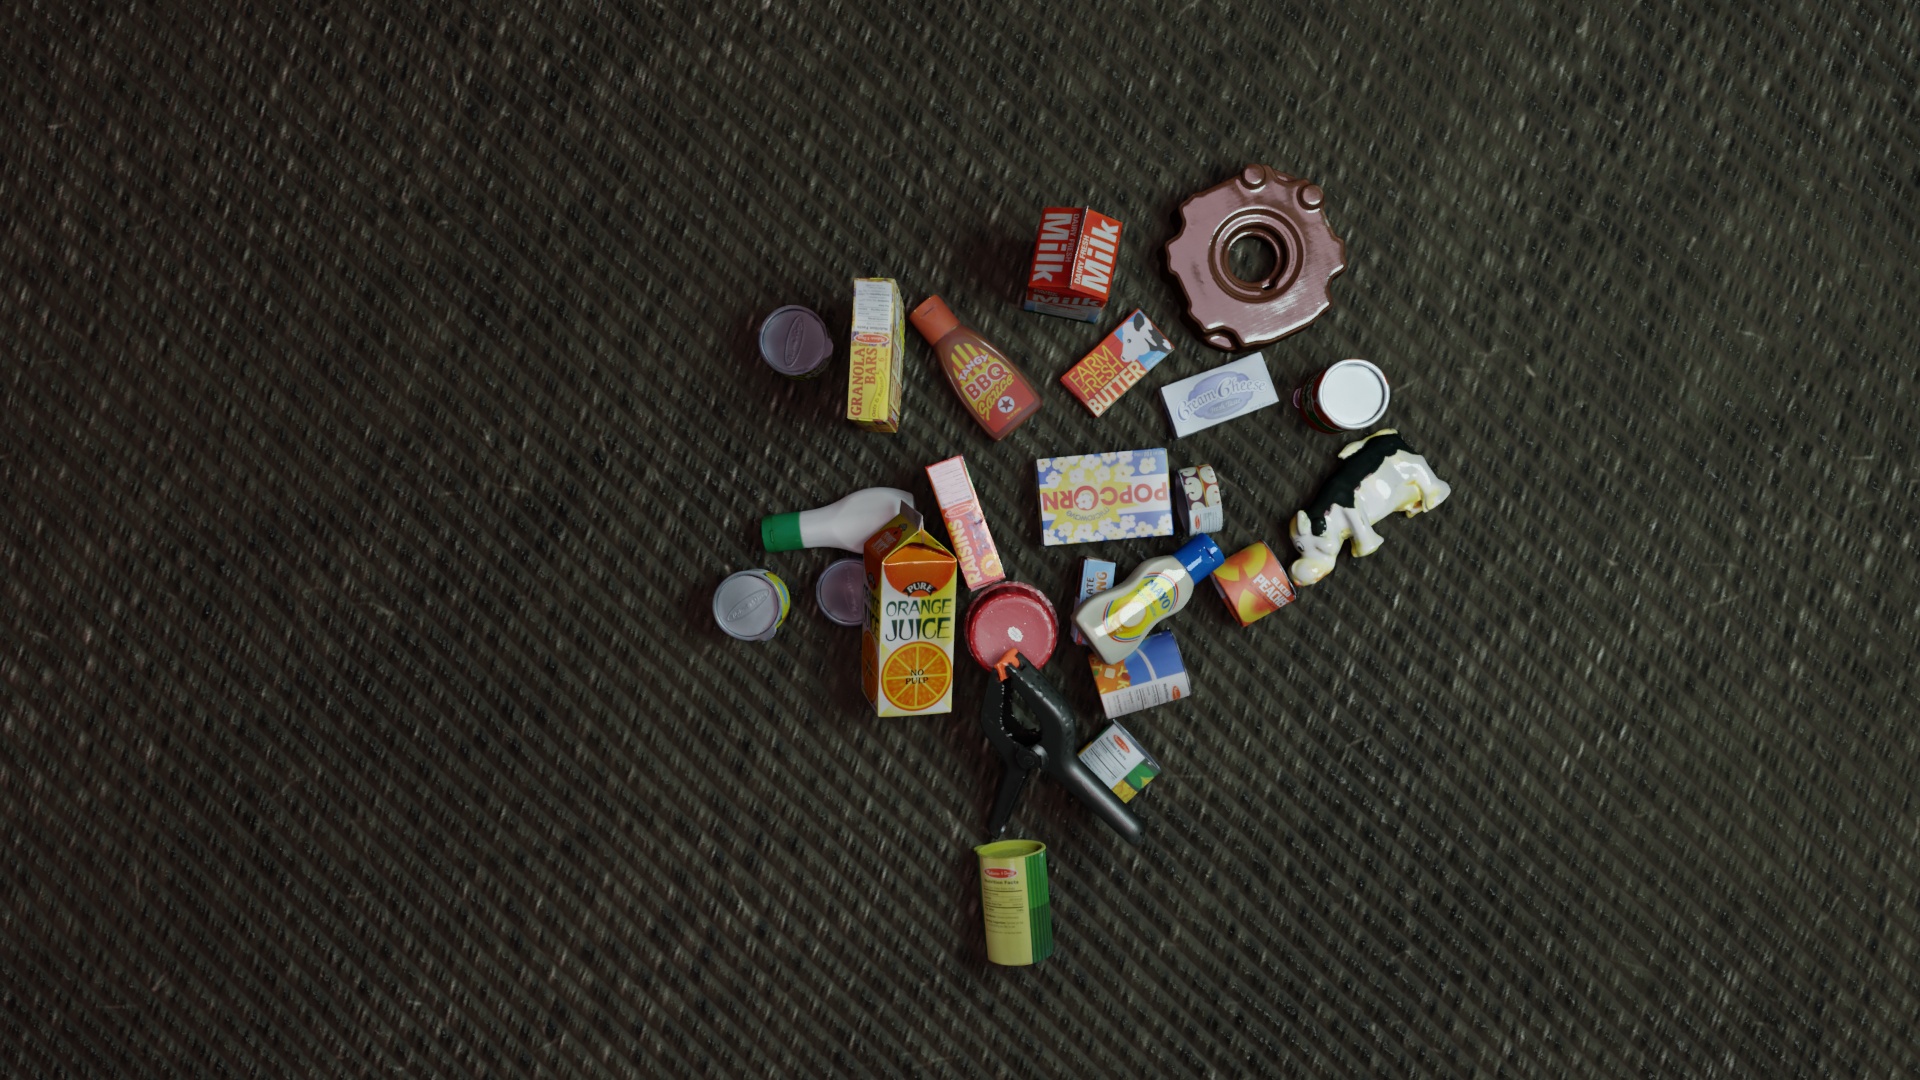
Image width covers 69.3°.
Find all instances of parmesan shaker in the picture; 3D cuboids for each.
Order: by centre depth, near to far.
[{"bbox_3d":[0.050,0.345,1.329,0.071,0.071,0.103,-5,91,1],"label":"parmesan shaker"}]

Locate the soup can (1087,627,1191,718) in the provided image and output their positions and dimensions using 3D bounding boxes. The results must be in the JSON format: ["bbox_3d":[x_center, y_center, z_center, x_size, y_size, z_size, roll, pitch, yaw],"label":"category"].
[{"bbox_3d":[0.170,0.126,1.325,0.084,0.071,0.071,-16,90,2],"label":"soup can"}]

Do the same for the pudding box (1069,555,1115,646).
[{"bbox_3d":[0.126,0.058,1.331,0.030,0.049,0.083,8,91,0],"label":"pudding box"}]

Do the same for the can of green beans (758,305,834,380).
[{"bbox_3d":[-0.156,-0.188,1.331,0.071,0.058,0.071,0,91,1],"label":"can of green beans"}]

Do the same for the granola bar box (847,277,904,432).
[{"bbox_3d":[-0.076,-0.166,1.276,0.039,0.165,0.124,3,91,0],"label":"granola bar box"}]

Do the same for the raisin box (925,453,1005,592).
[{"bbox_3d":[0.005,-0.016,1.315,0.040,0.086,0.123,-20,90,0],"label":"raisin box"}]

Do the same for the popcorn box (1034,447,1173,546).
[{"bbox_3d":[0.138,-0.042,1.336,0.127,0.038,0.085,-5,91,1],"label":"popcorn box"}]

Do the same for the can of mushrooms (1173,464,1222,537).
[{"bbox_3d":[0.225,-0.040,1.321,0.033,0.071,0.071,-11,91,2],"label":"can of mushrooms"}]

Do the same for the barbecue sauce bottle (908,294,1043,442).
[{"bbox_3d":[0.011,-0.169,1.335,0.065,0.043,0.148,-40,89,3],"label":"barbecue sauce bottle"}]

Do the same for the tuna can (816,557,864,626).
[{"bbox_3d":[-0.103,0.049,1.345,0.071,0.033,0.071,0,91,1],"label":"tuna can"}]

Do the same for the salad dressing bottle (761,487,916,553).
[{"bbox_3d":[-0.116,-0.015,1.340,0.148,0.044,0.064,-7,99,2],"label":"salad dressing bottle"}]

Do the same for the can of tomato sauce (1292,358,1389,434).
[{"bbox_3d":[0.358,-0.135,1.307,0.071,0.083,0.071,0,91,1],"label":"can of tomato sauce"}]

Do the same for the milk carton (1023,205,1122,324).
[{"bbox_3d":[0.101,-0.249,1.258,0.073,0.190,0.072,11,92,1],"label":"milk carton"}]

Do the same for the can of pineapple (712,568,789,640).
[{"bbox_3d":[-0.200,0.063,1.335,0.071,0.058,0.071,0,91,2],"label":"can of pineapple"}]

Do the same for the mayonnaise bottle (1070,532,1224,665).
[{"bbox_3d":[0.177,0.050,1.291,0.148,0.041,0.064,-37,95,-6],"label":"mayonnaise bottle"}]

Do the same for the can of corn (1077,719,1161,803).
[{"bbox_3d":[0.149,0.215,1.326,0.058,0.071,0.071,-43,90,3],"label":"can of corn"}]

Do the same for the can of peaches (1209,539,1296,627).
[{"bbox_3d":[0.277,0.042,1.318,0.058,0.071,0.071,-29,90,3],"label":"can of peaches"}]

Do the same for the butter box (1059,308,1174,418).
[{"bbox_3d":[0.151,-0.170,1.341,0.103,0.024,0.053,-42,90,1],"label":"butter box"}]

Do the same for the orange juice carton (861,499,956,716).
[{"bbox_3d":[-0.049,0.061,1.296,0.073,0.072,0.192,-2,105,-17],"label":"orange juice carton"}]

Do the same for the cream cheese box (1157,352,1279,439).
[{"bbox_3d":[0.248,-0.140,1.340,0.104,0.024,0.053,-20,89,1],"label":"cream cheese box"}]
